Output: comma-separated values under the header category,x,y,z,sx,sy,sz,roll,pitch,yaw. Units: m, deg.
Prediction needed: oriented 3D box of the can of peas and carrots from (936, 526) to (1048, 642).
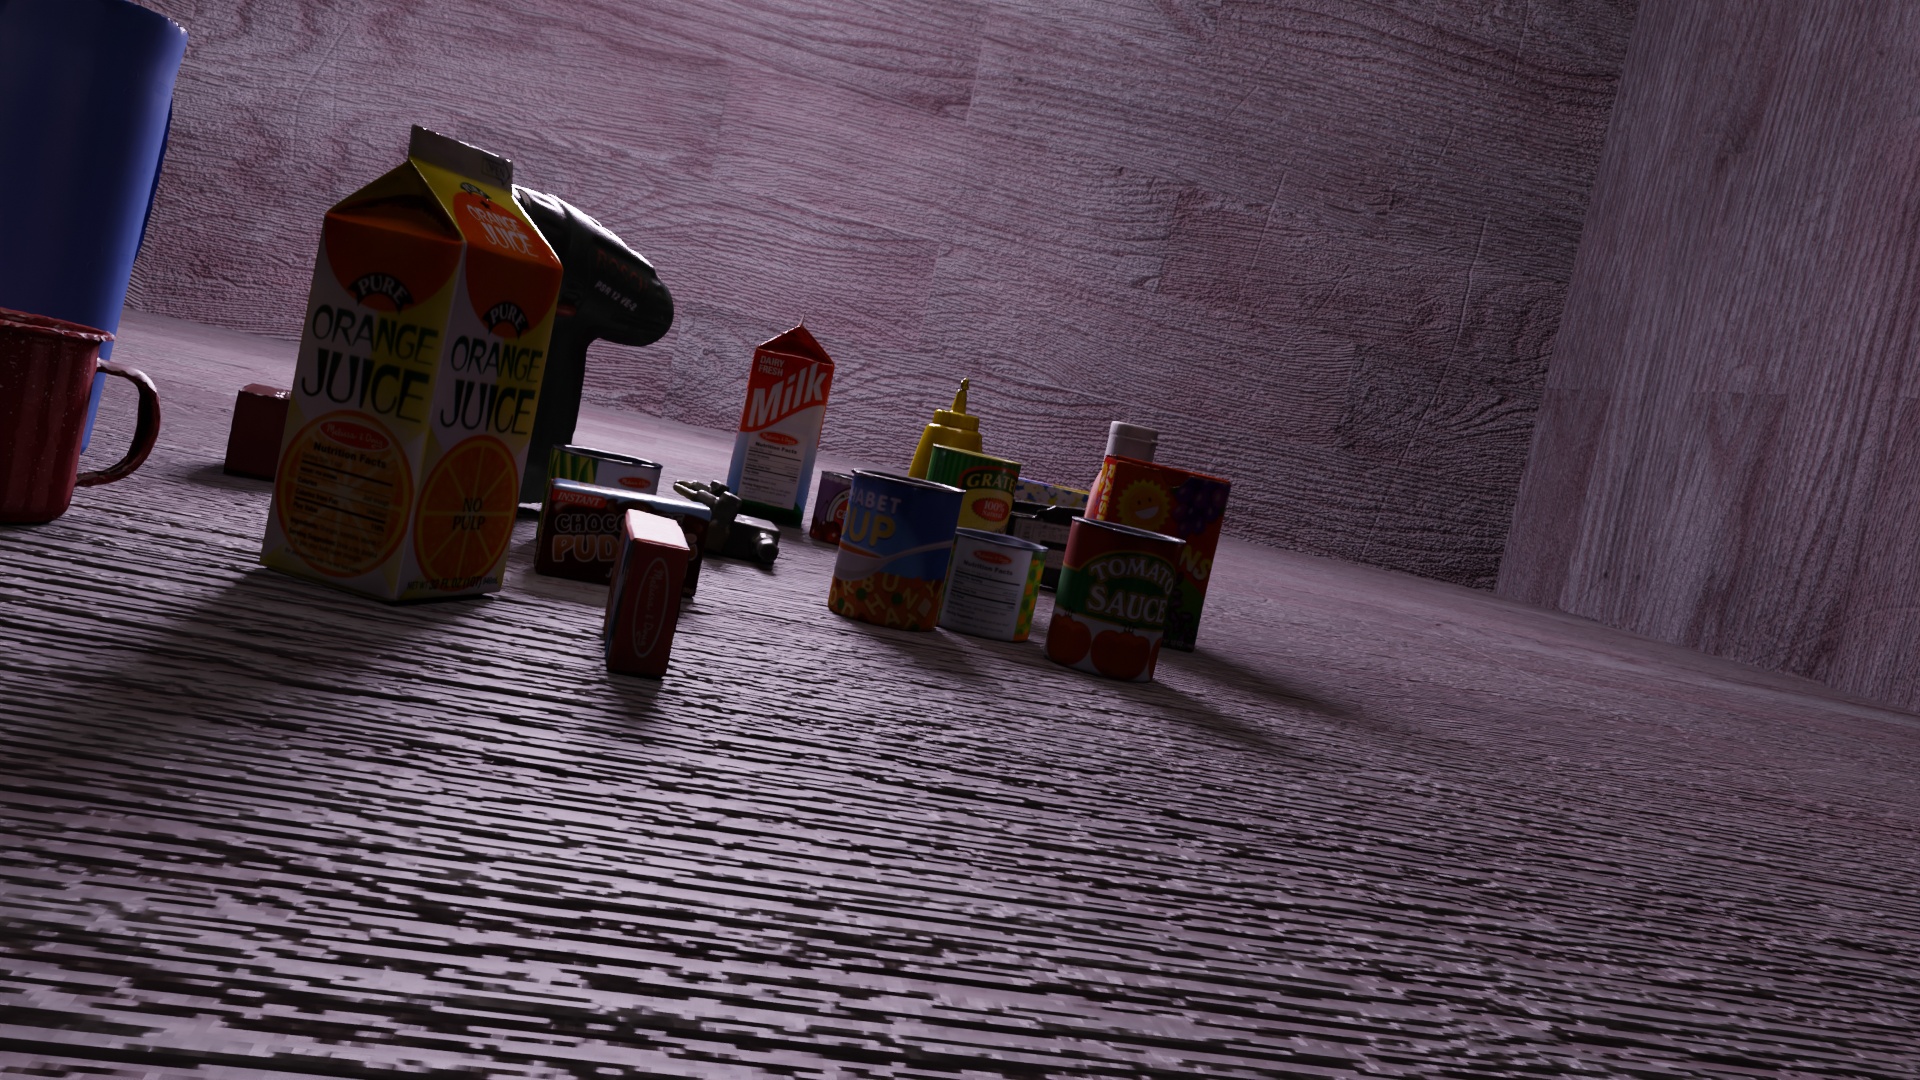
category,x,y,z,sx,sy,sz,roll,pitch,yaw
can of peas and carrots,0.016,0.026,0.852,0.071,0.058,0.071,12,4,-1

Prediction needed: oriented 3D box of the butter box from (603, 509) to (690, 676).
category,x,y,z,sx,sy,sz,roll,pitch,yaw
butter box,-0.131,0.020,0.576,0.024,0.053,0.103,11,5,-16

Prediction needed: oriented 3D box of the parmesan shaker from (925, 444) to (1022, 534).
category,x,y,z,sx,sy,sz,roll,pitch,yaw
parmesan shaker,0.004,-0.013,1.012,0.071,0.103,0.071,12,4,-1

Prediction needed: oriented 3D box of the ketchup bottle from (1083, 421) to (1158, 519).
category,x,y,z,sx,sy,sz,roll,pitch,yaw
ketchup bottle,0.118,-0.015,1.057,0.043,0.148,0.065,15,5,30

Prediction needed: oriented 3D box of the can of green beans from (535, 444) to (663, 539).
category,x,y,z,sx,sy,sz,roll,pitch,yaw
can of green beans,-0.218,-0.024,0.839,0.071,0.057,0.071,12,4,-1

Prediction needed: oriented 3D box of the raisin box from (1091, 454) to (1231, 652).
category,x,y,z,sx,sy,sz,roll,pitch,yaw
raisin box,0.131,0.008,0.969,0.086,0.123,0.040,12,4,-10

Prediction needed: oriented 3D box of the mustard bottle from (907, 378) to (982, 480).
category,x,y,z,sx,sy,sz,roll,pitch,yaw
mustard bottle,-0.012,-0.059,1.180,0.065,0.160,0.049,8,6,-46

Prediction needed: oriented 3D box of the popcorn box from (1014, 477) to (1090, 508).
category,x,y,z,sx,sy,sz,roll,pitch,yaw
popcorn box,0.064,-0.014,1.294,0.127,0.085,0.038,12,4,-9

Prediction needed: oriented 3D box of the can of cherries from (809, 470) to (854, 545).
category,x,y,z,sx,sy,sz,roll,pitch,yaw
can of cherries,-0.092,-0.026,1.192,0.071,0.058,0.071,12,4,-1

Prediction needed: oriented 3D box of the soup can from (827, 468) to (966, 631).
category,x,y,z,sx,sy,sz,roll,pitch,yaw
soup can,-0.040,0.004,0.808,0.071,0.083,0.071,12,4,-1

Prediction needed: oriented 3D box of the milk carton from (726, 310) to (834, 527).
category,x,y,z,sx,sy,sz,roll,pitch,yaw
milk carton,-0.161,-0.113,1.252,0.073,0.190,0.072,12,4,-10

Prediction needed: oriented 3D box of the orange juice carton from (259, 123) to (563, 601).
category,x,y,z,sx,sy,sz,roll,pitch,yaw
orange juice carton,-0.230,-0.075,0.595,0.073,0.192,0.072,14,4,16

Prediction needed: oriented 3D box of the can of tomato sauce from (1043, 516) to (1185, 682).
category,x,y,z,sx,sy,sz,roll,pitch,yaw
can of tomato sauce,0.089,0.034,0.799,0.071,0.083,0.071,12,4,-1

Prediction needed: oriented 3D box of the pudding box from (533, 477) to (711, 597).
category,x,y,z,sx,sy,sz,roll,pitch,yaw
pudding box,-0.177,-0.002,0.733,0.084,0.049,0.030,11,4,-21
